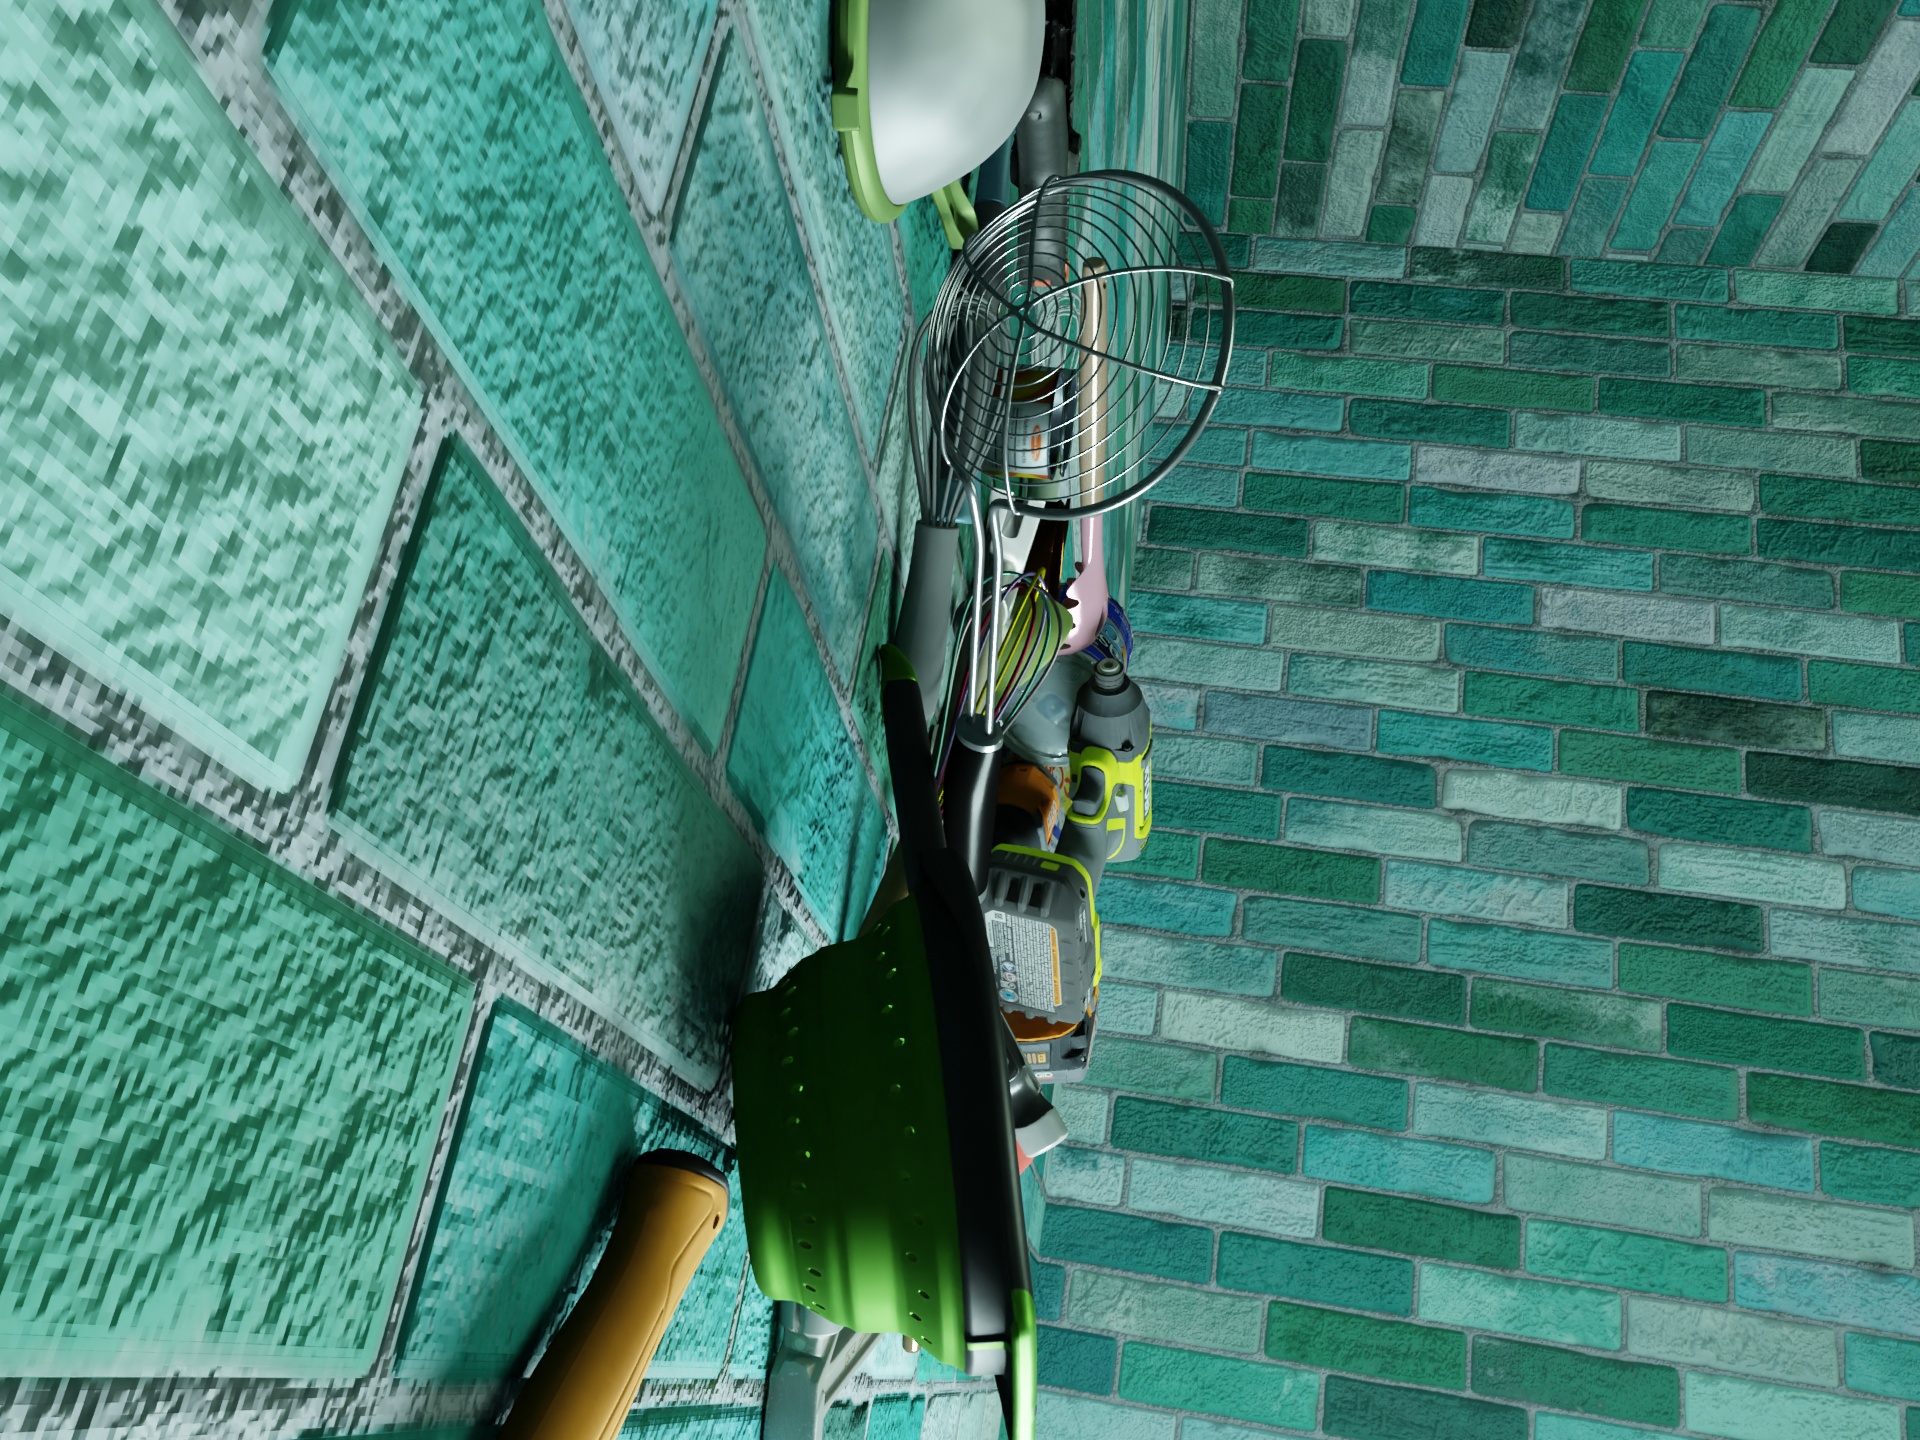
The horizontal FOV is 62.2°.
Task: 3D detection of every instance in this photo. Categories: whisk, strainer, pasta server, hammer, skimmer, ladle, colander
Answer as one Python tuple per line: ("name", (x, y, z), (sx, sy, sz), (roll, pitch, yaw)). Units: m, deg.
("whisk", (-0.012, -0.099, 0.815), (0.055, 0.055, 0.239), (-54, 154, -73))
("whisk", (0.070, -0.220, 1.277), (0.057, 0.059, 0.246), (-11, 117, -42))
("strainer", (0.006, -0.271, 0.699), (0.256, 0.069, 0.151), (47, 50, -77))
("pasta server", (0.078, -0.158, 1.029), (0.316, 0.040, 0.060), (86, 21, -48))
("hammer", (-0.015, 0.065, 0.869), (0.146, 0.038, 0.411), (106, -2, -60))
("skimmer", (0.033, -0.049, 0.676), (0.090, 0.127, 0.363), (-33, 147, -29))
("hammer", (0.016, -0.272, 0.891), (0.128, 0.033, 0.331), (18, 79, -82))
("hammer", (-0.023, 0.317, 0.905), (0.359, 0.037, 0.149), (-19, 115, -71))
("whisk", (-0.008, 0.029, 0.807), (0.047, 0.051, 0.245), (-2, -118, 66))
("hammer", (-0.119, 0.224, 0.370), (0.337, 0.034, 0.127), (-65, 159, -65))
("hammer", (0.010, 0.194, 0.876), (0.146, 0.035, 0.334), (61, 1, 7))
("ladle", (0.022, 0.070, 1.090), (0.078, 0.062, 0.320), (-121, -142, -72))
("colander", (-0.045, 0.101, 0.657), (0.398, 0.094, 0.204), (-101, -173, -49))

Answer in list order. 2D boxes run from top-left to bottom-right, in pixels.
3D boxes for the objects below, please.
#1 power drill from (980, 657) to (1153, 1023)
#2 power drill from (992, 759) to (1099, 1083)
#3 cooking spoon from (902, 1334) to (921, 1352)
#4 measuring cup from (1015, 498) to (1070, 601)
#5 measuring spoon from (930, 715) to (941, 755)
("power drill", (0.078, 0.078, 1.088), (0.223, 0.080, 0.171), (-61, 154, -44))
("power drill", (0.049, 0.161, 1.217), (0.164, 0.084, 0.226), (-57, 139, -70))
("cooking spoon", (-0.025, 0.295, 1.104), (0.069, 0.017, 0.319), (-50, 145, -75))
("measuring cup", (0.051, -0.135, 1.179), (0.174, 0.052, 0.095), (-72, 166, -61))
("measuring spoon", (-0.002, -0.003, 1.031), (0.124, 0.018, 0.034), (-72, 166, -57))
